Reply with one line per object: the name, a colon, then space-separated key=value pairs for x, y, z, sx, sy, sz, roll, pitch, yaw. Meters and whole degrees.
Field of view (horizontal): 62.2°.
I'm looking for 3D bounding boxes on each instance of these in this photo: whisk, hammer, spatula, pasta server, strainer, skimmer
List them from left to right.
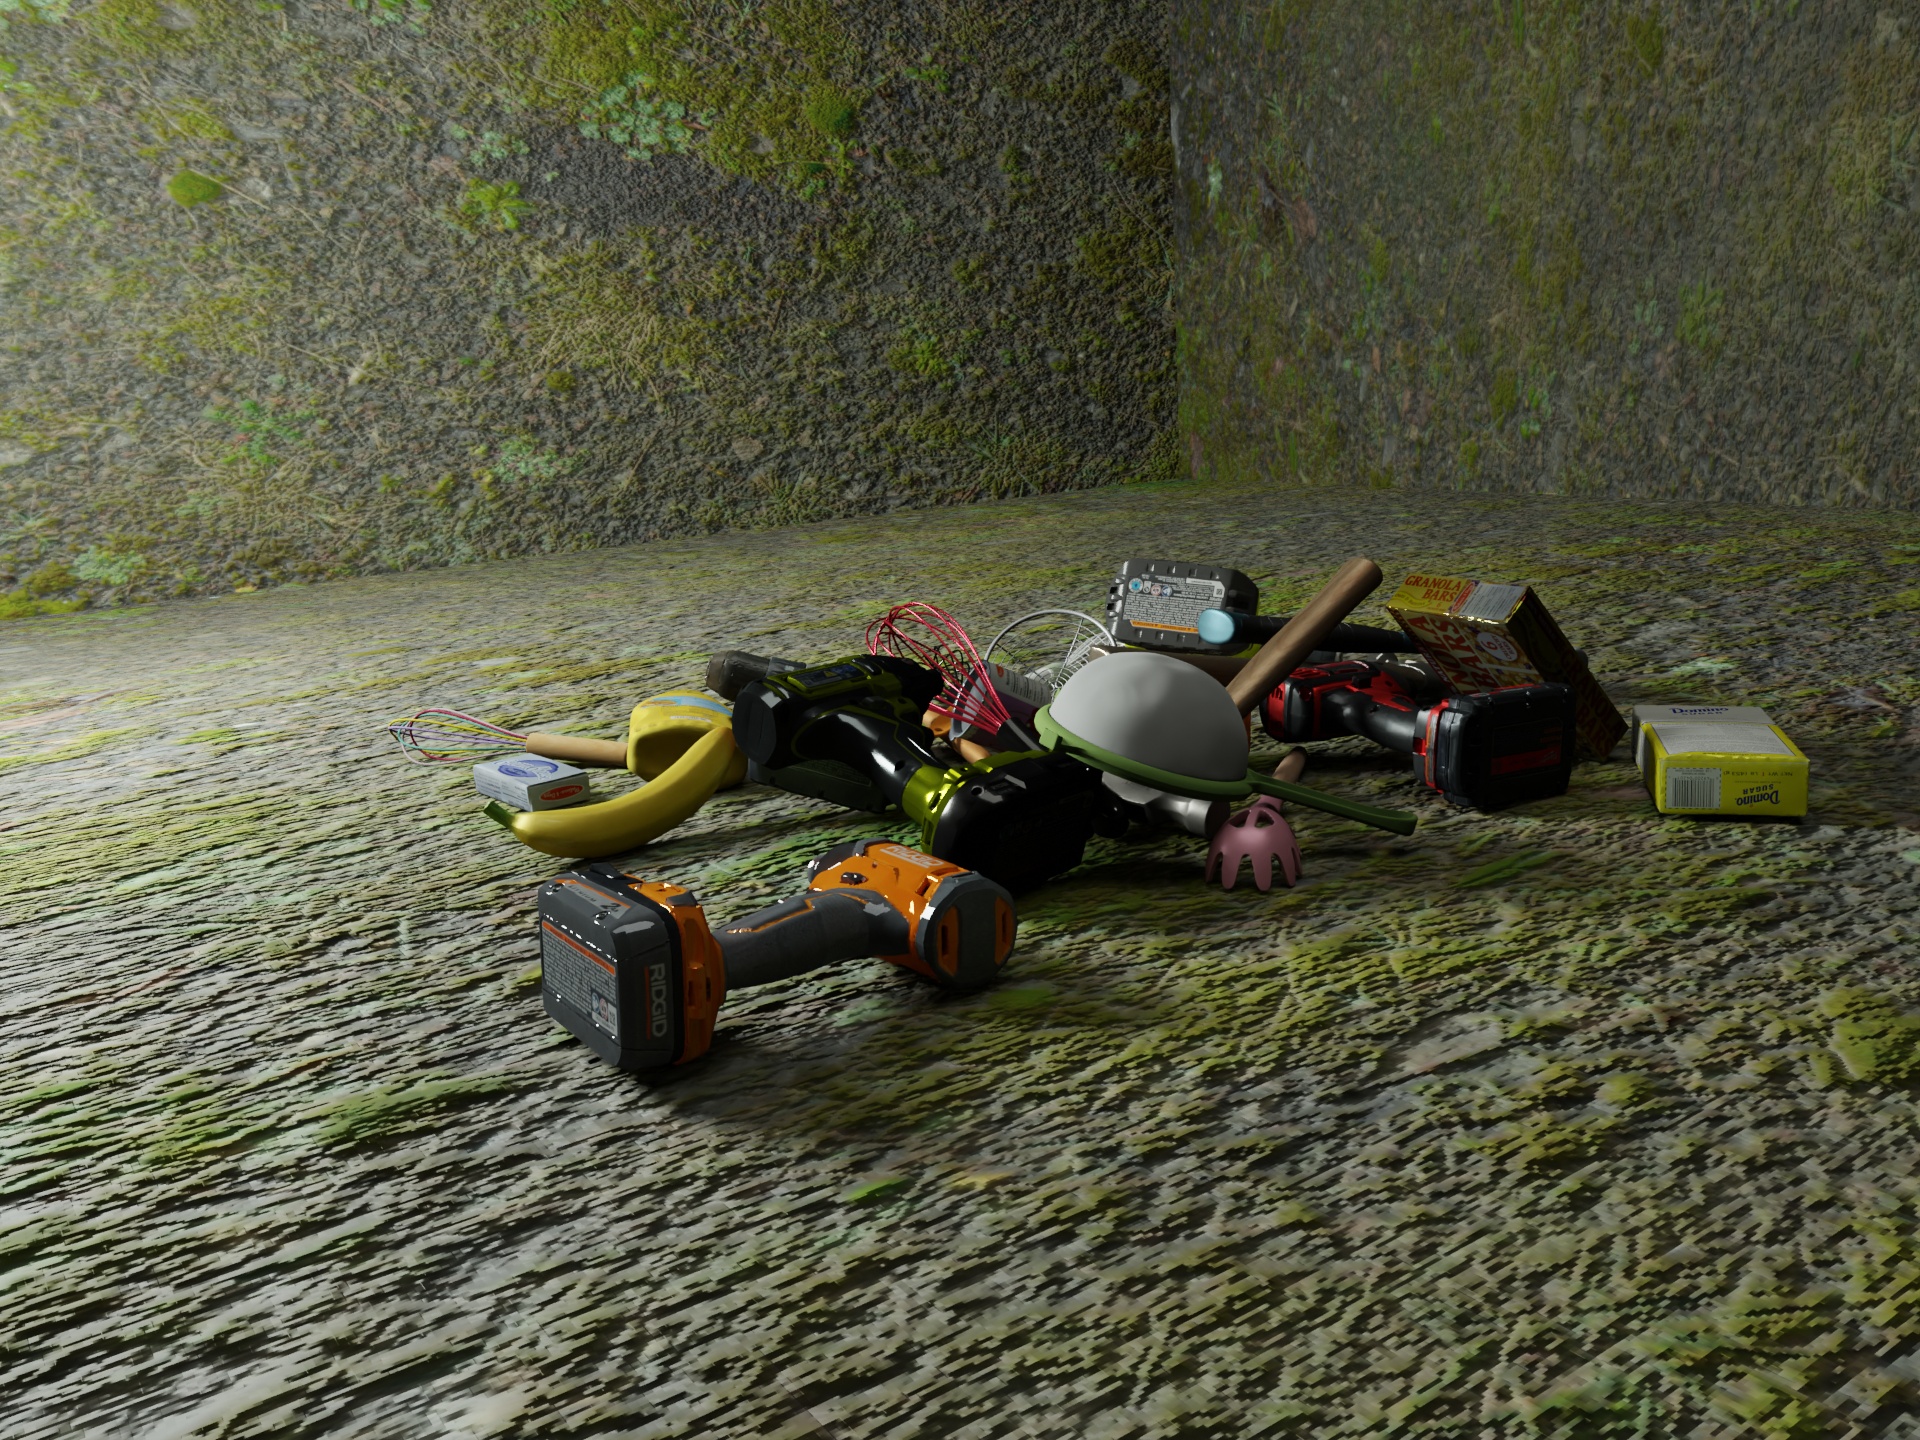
whisk: x=-0.396 y=0.021 z=1.406 sx=0.245 sy=0.047 sz=0.051 roll=5 pitch=27 yaw=16
spatula: x=-0.021 y=0.010 z=1.398 sx=0.081 sy=0.041 sz=0.323 roll=-8 pitch=18 yaw=-18
whisk: x=0.001 y=-0.025 z=1.490 sx=0.055 sy=0.055 sz=0.239 roll=-6 pitch=18 yaw=-11
whisk: x=0.024 y=-0.004 z=1.179 sx=0.073 sy=0.073 sz=0.296 roll=-13 pitch=41 yaw=-37
skimmer: x=0.083 y=-0.016 z=1.321 sx=0.127 sy=0.090 sz=0.363 roll=-16 pitch=14 yaw=4
whisk: x=0.103 y=-0.049 z=1.570 sx=0.058 sy=0.059 sz=0.246 roll=36 pitch=36 yaw=25
strainer: x=0.179 y=0.010 z=1.034 sx=0.256 sy=0.069 sz=0.151 roll=17 pitch=13 yaw=4
hammer: x=0.221 y=-0.030 z=1.200 sx=0.130 sy=0.031 sz=0.331 roll=15 pitch=44 yaw=40
pasta server: x=0.222 y=0.059 z=1.118 sx=0.060 sy=0.040 sz=0.316 roll=1 pitch=10 yaw=18
hammer: x=0.279 y=-0.038 z=1.338 sx=0.410 sy=0.038 sz=0.146 roll=1 pitch=9 yaw=-35
hammer: x=0.364 y=-0.069 z=1.374 sx=0.331 sy=0.033 sz=0.128 roll=4 pitch=10 yaw=-16

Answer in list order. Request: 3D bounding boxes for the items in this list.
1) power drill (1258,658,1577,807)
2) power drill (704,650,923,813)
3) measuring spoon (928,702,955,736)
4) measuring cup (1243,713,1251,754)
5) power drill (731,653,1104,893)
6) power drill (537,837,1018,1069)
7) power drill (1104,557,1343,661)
power drill: x=0.347 y=-0.002 z=1.207 sx=0.143 sy=0.078 sz=0.220 roll=-7 pitch=14 yaw=-29
power drill: x=-0.121 y=-0.005 z=1.273 sx=0.188 sy=0.080 sz=0.227 roll=15 pitch=10 yaw=-5
measuring spoon: x=-0.002 y=-0.004 z=1.363 sx=0.021 sy=0.011 sz=0.117 roll=9 pitch=23 yaw=19
measuring cup: x=0.173 y=0.006 z=1.298 sx=0.095 sy=0.052 sz=0.174 roll=-7 pitch=12 yaw=-17
power drill: x=-0.020 y=0.023 z=1.060 sx=0.171 sy=0.080 sz=0.223 roll=-16 pitch=37 yaw=-43
power drill: x=-0.105 y=0.111 z=0.855 sx=0.226 sy=0.084 sz=0.164 roll=-7 pitch=12 yaw=-34
power drill: x=0.246 y=-0.083 z=1.490 sx=0.191 sy=0.080 sz=0.228 roll=9 pitch=-5 yaw=25
